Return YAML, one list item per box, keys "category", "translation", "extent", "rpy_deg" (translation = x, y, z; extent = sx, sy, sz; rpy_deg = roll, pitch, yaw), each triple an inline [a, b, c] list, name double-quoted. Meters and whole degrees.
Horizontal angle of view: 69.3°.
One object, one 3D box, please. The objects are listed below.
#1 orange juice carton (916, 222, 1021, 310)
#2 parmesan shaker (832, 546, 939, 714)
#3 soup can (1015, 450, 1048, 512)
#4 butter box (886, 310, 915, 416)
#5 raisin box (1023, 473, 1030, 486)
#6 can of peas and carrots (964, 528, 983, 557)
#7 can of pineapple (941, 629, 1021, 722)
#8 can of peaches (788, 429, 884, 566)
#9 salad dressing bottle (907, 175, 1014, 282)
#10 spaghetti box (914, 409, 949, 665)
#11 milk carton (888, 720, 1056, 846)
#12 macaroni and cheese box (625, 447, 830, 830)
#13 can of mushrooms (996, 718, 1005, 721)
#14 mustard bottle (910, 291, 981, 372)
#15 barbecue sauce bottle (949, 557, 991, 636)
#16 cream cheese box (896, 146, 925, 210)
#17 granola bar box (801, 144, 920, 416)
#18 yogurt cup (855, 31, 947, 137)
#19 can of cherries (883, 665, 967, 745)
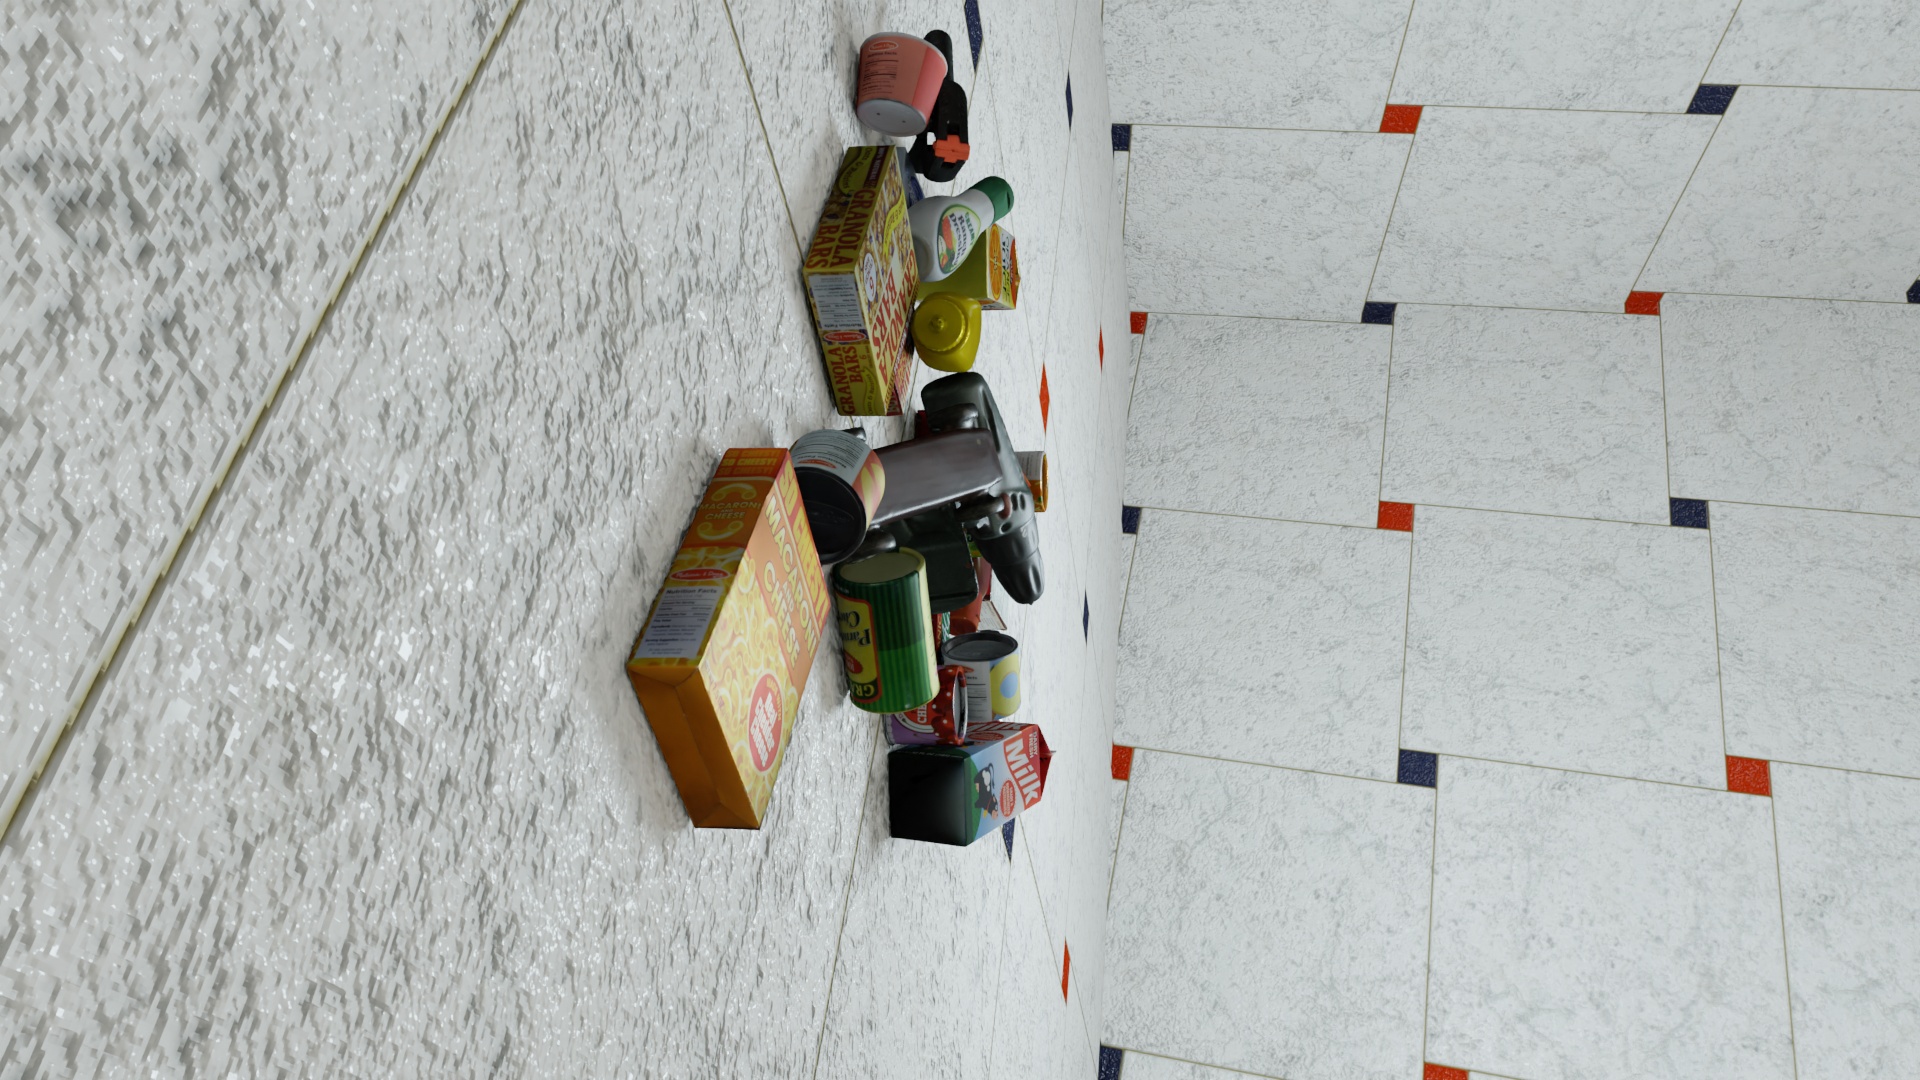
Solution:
- category: "orange juice carton"
  translation: [0.008, -0.255, 1.304]
  extent: [0.193, 0.072, 0.073]
  rpy_deg: [-24, 114, -77]
- category: "parmesan shaker"
  translation: [-0.054, 0.062, 0.994]
  extent: [0.071, 0.071, 0.102]
  rpy_deg: [-67, 154, -64]
- category: "soup can"
  translation: [0.048, -0.059, 1.463]
  extent: [0.071, 0.084, 0.071]
  rpy_deg: [-2, 92, -79]
- category: "butter box"
  translation: [-0.054, -0.153, 1.102]
  extent: [0.053, 0.024, 0.104]
  rpy_deg: [76, 17, -52]
- category: "raisin box"
  translation: [0.024, -0.092, 1.370]
  extent: [0.086, 0.040, 0.123]
  rpy_deg: [60, 4, 15]
- category: "can of peas and carrots"
  translation: [0.005, -0.016, 1.305]
  extent: [0.071, 0.059, 0.071]
  rpy_deg: [-3, 92, -78]
- category: "can of pineapple"
  translation: [0.019, 0.116, 1.193]
  extent: [0.071, 0.071, 0.057]
  rpy_deg: [-60, 148, -69]
- category: "can of peaches"
  translation: [-0.084, -0.025, 0.844]
  extent: [0.058, 0.071, 0.071]
  rpy_deg: [-72, 159, -60]
- category: "salad dressing bottle"
  translation: [-0.004, -0.260, 1.139]
  extent: [0.148, 0.044, 0.064]
  rpy_deg: [-47, 139, -46]
- category: "spaghetti box"
  translation: [-0.026, 0.010, 1.226]
  extent: [0.050, 0.029, 0.250]
  rpy_deg: [49, 41, -72]
- category: "milk carton"
  translation: [0.015, 0.200, 1.196]
  extent: [0.191, 0.072, 0.073]
  rpy_deg: [-10, 99, -64]
- category: "macaroni and cheese box"
  translation: [-0.117, 0.048, 0.736]
  extent: [0.167, 0.040, 0.123]
  rpy_deg: [-77, 163, -48]
- category: "can of mushrooms"
  translation: [0.011, 0.160, 1.306]
  extent: [0.070, 0.071, 0.034]
  rpy_deg: [76, 19, -50]
- category: "mustard bottle"
  translation: [-0.012, -0.169, 1.108]
  extent: [0.160, 0.049, 0.065]
  rpy_deg: [-31, 129, -84]
- category: "barbecue sauce bottle"
  translation: [0.008, 0.023, 1.360]
  extent: [0.064, 0.043, 0.149]
  rpy_deg: [71, 22, -50]
- category: "cream cheese box"
  translation: [-0.047, -0.273, 1.149]
  extent: [0.103, 0.024, 0.053]
  rpy_deg: [60, 33, -68]
- category: "granola bar box"
  translation: [-0.068, -0.188, 0.997]
  extent: [0.166, 0.039, 0.123]
  rpy_deg: [-80, 165, -45]
- category: "yogurt cup"
  translation: [-0.048, -0.343, 1.051]
  extent: [0.072, 0.072, 0.054]
  rpy_deg: [55, 44, -71]
- category: "can of cherries"
  translation: [-0.028, 0.134, 1.132]
  extent: [0.071, 0.058, 0.071]
  rpy_deg: [-2, 92, -79]
